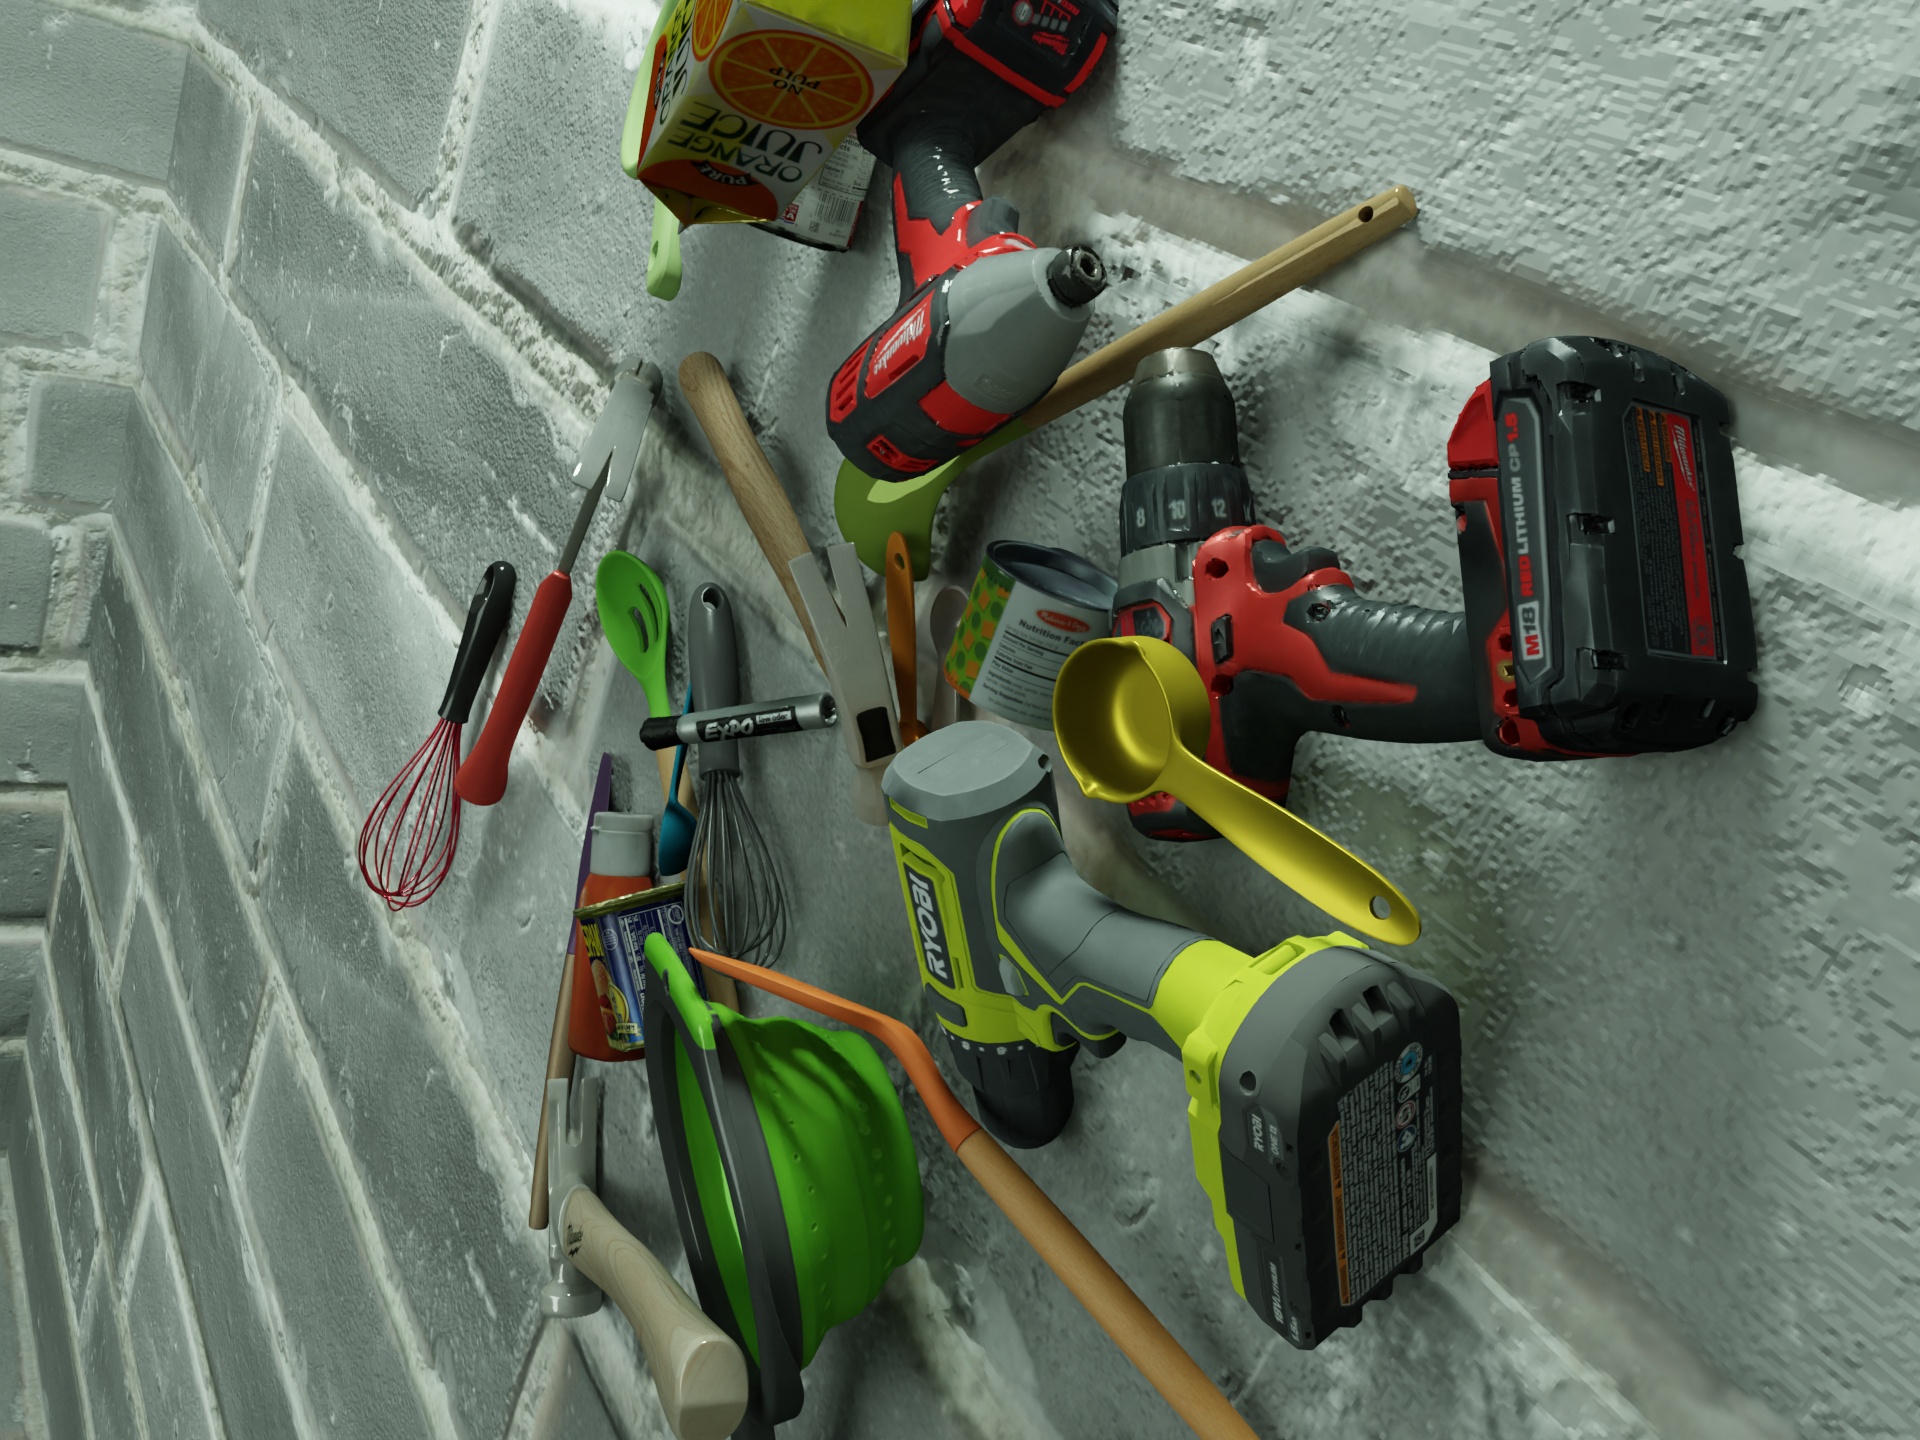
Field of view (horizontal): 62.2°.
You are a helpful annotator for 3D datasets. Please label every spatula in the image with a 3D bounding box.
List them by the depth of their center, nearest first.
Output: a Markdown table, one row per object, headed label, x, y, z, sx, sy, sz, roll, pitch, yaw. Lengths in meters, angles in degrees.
| label | x | y | z | sx | sy | sz | roll | pitch | yaw |
| --- | --- | --- | --- | --- | --- | --- | --- | --- | --- |
| spatula | 0.014 | 0.192 | 0.631 | 0.041 | 0.081 | 0.323 | -47 | 66 | 2 |
| spatula | -0.253 | 0.178 | 1.039 | 0.060 | 0.018 | 0.316 | -164 | 83 | -69 |

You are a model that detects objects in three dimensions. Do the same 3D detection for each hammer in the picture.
| label | x | y | z | sx | sy | sz | roll | pitch | yaw |
| --- | --- | --- | --- | --- | --- | --- | --- | --- | --- |
| hammer | -0.096 | -0.101 | 0.836 | 0.129 | 0.031 | 0.332 | 84 | 163 | -46 |
| hammer | -0.177 | 0.282 | 0.841 | 0.410 | 0.038 | 0.146 | 164 | 107 | -67 |
| hammer | -0.277 | -0.064 | 1.056 | 0.359 | 0.036 | 0.149 | -57 | 19 | 36 |

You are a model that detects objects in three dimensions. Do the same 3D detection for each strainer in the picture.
| label | x | y | z | sx | sy | sz | roll | pitch | yaw |
| --- | --- | --- | --- | --- | --- | --- | --- | --- | --- |
| strainer | -0.132 | -0.321 | 0.874 | 0.151 | 0.069 | 0.257 | -38 | 44 | 47 |

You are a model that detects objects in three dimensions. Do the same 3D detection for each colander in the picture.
| label | x | y | z | sx | sy | sz | roll | pitch | yaw |
| --- | --- | --- | --- | --- | --- | --- | --- | --- | --- |
| colander | -0.071 | 0.286 | 0.764 | 0.205 | 0.094 | 0.397 | -147 | 49 | -62 |

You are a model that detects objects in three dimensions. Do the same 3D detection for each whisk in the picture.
| label | x | y | z | sx | sy | sz | roll | pitch | yaw |
| --- | --- | --- | --- | --- | --- | --- | --- | --- | --- |
| whisk | -0.132 | 0.029 | 0.891 | 0.055 | 0.055 | 0.239 | -32 | 57 | 46 |
| whisk | -0.395 | 0.014 | 1.217 | 0.073 | 0.073 | 0.295 | 37 | 109 | 47 |

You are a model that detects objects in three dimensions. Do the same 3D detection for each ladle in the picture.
| label | x | y | z | sx | sy | sz | roll | pitch | yaw |
| --- | --- | --- | --- | --- | --- | --- | --- | --- | --- |
| ladle | 0.056 | -0.140 | 0.678 | 0.320 | 0.062 | 0.078 | -22 | 73 | 42 |

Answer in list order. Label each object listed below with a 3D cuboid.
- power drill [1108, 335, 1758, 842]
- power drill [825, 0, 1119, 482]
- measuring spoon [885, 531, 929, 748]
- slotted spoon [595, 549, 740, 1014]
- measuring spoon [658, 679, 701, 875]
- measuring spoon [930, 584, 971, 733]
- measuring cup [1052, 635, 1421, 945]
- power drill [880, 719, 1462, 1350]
| label | x | y | z | sx | sy | sz | roll | pitch | yaw |
| --- | --- | --- | --- | --- | --- | --- | --- | --- | --- |
| power drill | 0.133 | -0.059 | 0.538 | 0.227 | 0.080 | 0.188 | -14 | 76 | 54 |
| power drill | 0.007 | -0.220 | 0.669 | 0.143 | 0.078 | 0.220 | -25 | 54 | 48 |
| measuring spoon | -0.024 | -0.036 | 0.751 | 0.021 | 0.011 | 0.116 | 31 | 134 | 45 |
| slotted spoon | -0.171 | 0.037 | 0.952 | 0.070 | 0.031 | 0.314 | -39 | 60 | 43 |
| measuring spoon | -0.153 | 0.028 | 0.916 | 0.042 | 0.021 | 0.129 | 101 | 176 | -71 |
| measuring spoon | -0.001 | -0.002 | 0.754 | 0.034 | 0.018 | 0.124 | 18 | 107 | 51 |
| measuring cup | 0.092 | 0.023 | 0.520 | 0.157 | 0.029 | 0.062 | 38 | 125 | 36 |
| power drill | 0.064 | 0.119 | 0.580 | 0.229 | 0.080 | 0.190 | 26 | 135 | 48 |
